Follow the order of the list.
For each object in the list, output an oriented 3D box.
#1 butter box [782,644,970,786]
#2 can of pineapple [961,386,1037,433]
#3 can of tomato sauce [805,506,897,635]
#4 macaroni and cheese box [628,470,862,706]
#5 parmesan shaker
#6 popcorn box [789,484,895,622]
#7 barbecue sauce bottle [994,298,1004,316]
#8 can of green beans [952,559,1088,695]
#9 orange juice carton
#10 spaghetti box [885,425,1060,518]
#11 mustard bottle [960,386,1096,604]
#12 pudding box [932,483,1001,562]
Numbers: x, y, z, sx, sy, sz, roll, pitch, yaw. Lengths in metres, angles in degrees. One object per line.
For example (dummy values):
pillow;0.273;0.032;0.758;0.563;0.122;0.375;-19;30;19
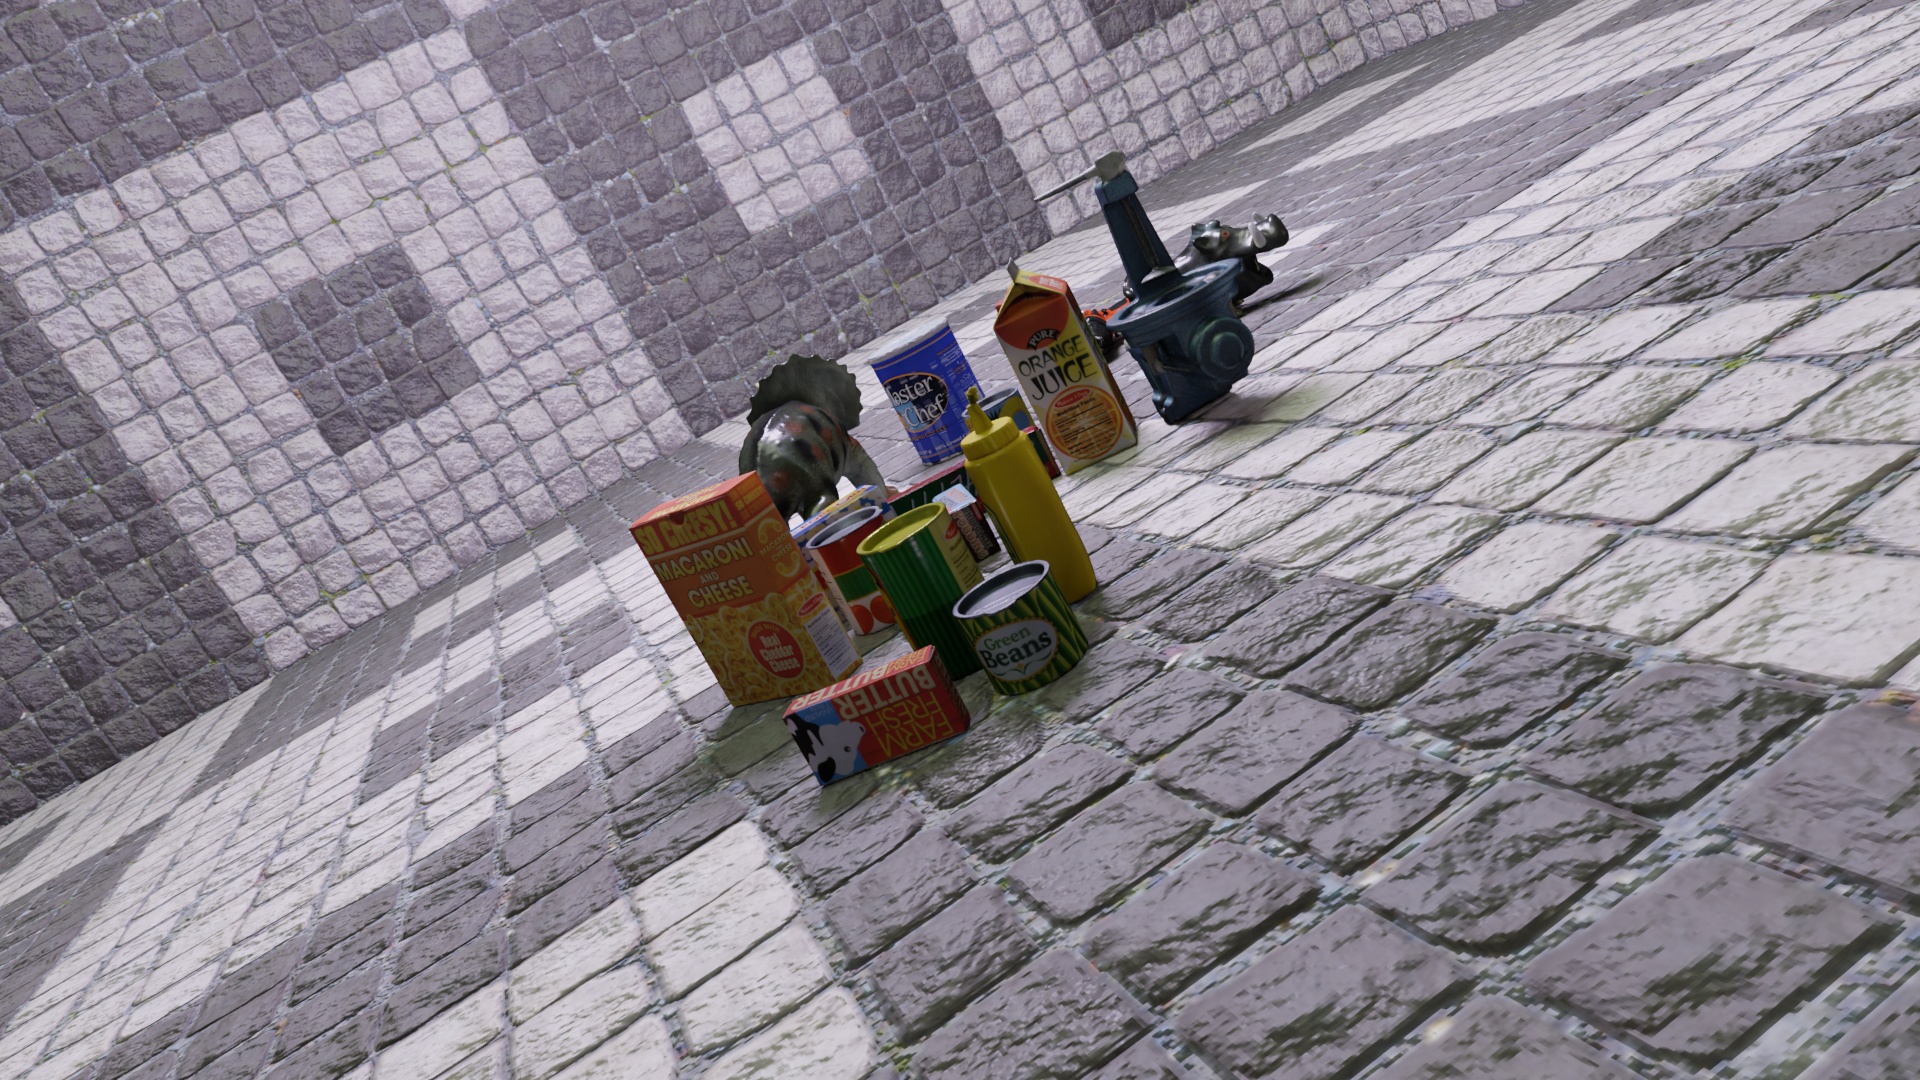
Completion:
butter box;-0.050;0.106;0.839;0.103;0.053;0.024;-23;14;17
can of pineapple;0.041;-0.120;1.453;0.071;0.057;0.071;-26;14;7
can of tomato sauce;-0.073;0.023;1.111;0.071;0.083;0.071;-26;14;7
macaroni and cheese box;-0.163;0.041;1.048;0.123;0.166;0.040;-16;18;41
parmesan shaker;-0.017;0.036;0.921;0.071;0.103;0.071;-26;14;7
popcorn box;-0.107;0.020;1.183;0.127;0.085;0.038;-34;15;-22
barbecue sauce bottle;0.082;-0.178;1.396;0.043;0.148;0.065;-26;14;10
can of green beans;0.037;0.053;0.852;0.071;0.057;0.071;-26;14;7
orange juice carton;0.086;-0.164;1.249;0.073;0.192;0.072;-25;14;14
spaghetti box;-0.029;-0.029;1.281;0.250;0.050;0.029;-27;14;5
mustard bottle;0.039;-0.031;0.938;0.049;0.160;0.065;-29;14;-2
pudding box;0.004;-0.015;1.169;0.030;0.049;0.084;-29;14;-3
